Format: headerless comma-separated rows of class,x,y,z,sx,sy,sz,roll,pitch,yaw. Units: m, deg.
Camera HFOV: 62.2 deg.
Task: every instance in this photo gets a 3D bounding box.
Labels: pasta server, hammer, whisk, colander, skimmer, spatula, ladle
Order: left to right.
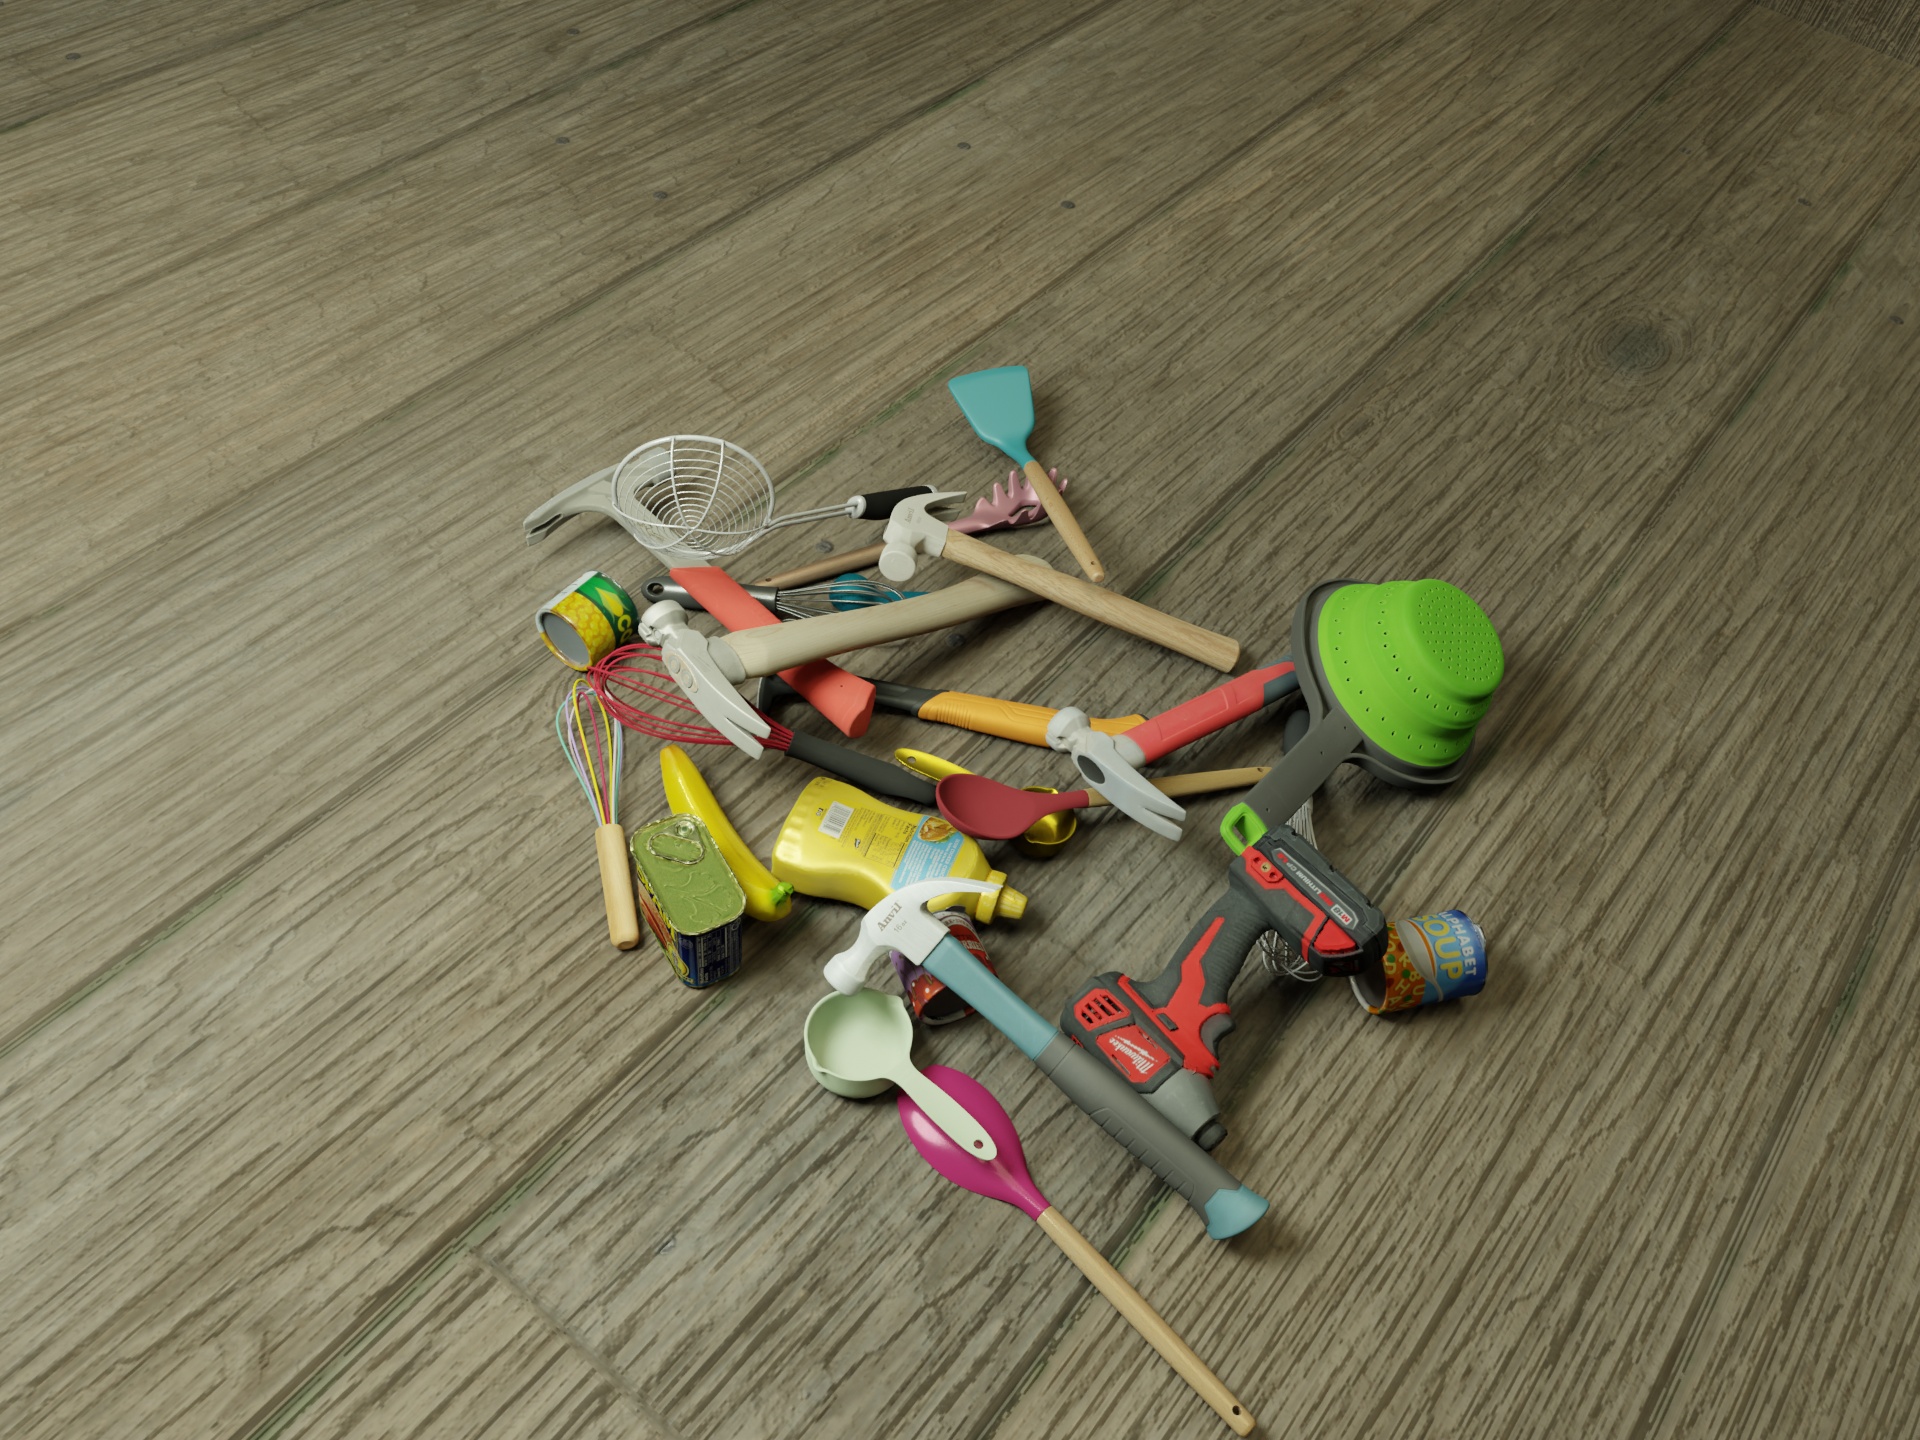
whisk,-0.278,0.067,1.233,0.051,0.047,0.245,-7,55,-15
hammer,-0.208,-0.100,1.339,0.149,0.036,0.359,-36,62,-26
whisk,-0.153,0.010,1.256,0.295,0.073,0.073,21,49,-11
whisk,-0.162,-0.102,1.391,0.239,0.055,0.055,6,50,4
skimmer,-0.141,-0.202,1.370,0.090,0.127,0.363,57,34,9
hammer,-0.056,-0.074,1.308,0.410,0.038,0.146,-18,56,-43
pasta server,-0.043,-0.171,1.466,0.316,0.040,0.060,-19,43,-21
hammer,-0.002,-0.004,1.334,0.337,0.034,0.127,10,49,1
spatula,0.072,-0.229,1.468,0.082,0.044,0.318,-13,43,-11
hammer,0.068,0.232,1.082,0.331,0.033,0.128,40,97,8
hammer,0.091,-0.115,1.390,0.331,0.031,0.130,21,38,-9
ladle,0.122,0.058,1.275,0.315,0.031,0.069,-6,47,-26
hammer,0.259,-0.017,1.338,0.386,0.038,0.143,-23,48,-33
whisk,0.272,0.092,1.280,0.070,0.070,0.285,12,45,3
colander,0.337,-0.013,1.284,0.204,0.094,0.397,51,49,2

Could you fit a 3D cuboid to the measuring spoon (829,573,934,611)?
measuring spoon,-0.053,-0.115,1.426,0.128,0.021,0.042,3,50,-3

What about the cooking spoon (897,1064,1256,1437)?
cooking spoon,0.074,0.347,1.060,0.069,0.017,0.319,-33,60,-29

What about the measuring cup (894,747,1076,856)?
measuring cup,0.017,0.063,1.274,0.156,0.029,0.062,24,47,5

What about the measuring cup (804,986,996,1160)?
measuring cup,-0.040,0.255,1.106,0.168,0.038,0.083,37,54,24

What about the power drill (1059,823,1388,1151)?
power drill,0.193,0.192,1.131,0.219,0.078,0.143,-41,63,-5
